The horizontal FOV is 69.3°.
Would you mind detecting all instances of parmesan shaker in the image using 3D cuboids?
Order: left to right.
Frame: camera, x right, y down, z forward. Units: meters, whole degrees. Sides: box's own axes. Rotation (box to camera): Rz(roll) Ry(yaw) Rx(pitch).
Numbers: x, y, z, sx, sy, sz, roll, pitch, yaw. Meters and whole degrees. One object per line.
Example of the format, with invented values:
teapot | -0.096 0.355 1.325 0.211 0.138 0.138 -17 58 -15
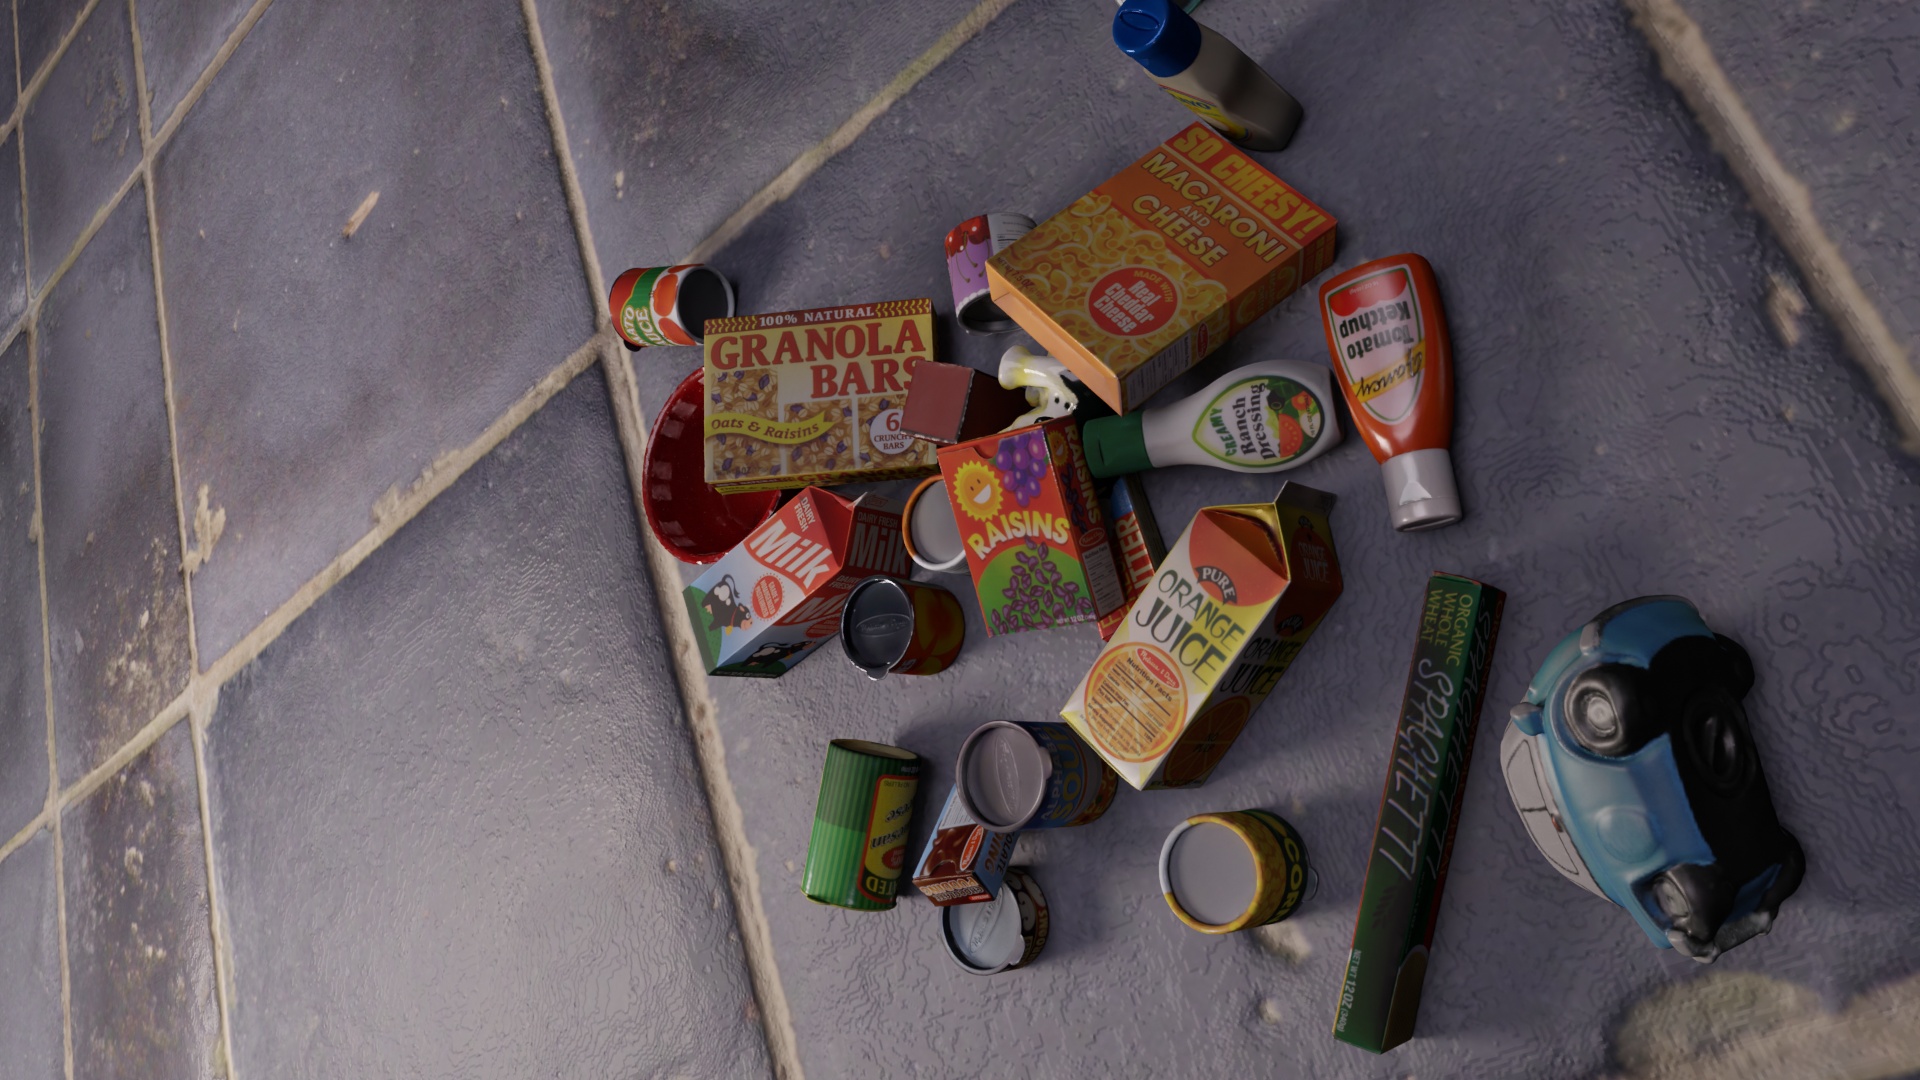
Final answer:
parmesan shaker | -0.068 0.192 0.944 0.071 0.071 0.103 10 89 38

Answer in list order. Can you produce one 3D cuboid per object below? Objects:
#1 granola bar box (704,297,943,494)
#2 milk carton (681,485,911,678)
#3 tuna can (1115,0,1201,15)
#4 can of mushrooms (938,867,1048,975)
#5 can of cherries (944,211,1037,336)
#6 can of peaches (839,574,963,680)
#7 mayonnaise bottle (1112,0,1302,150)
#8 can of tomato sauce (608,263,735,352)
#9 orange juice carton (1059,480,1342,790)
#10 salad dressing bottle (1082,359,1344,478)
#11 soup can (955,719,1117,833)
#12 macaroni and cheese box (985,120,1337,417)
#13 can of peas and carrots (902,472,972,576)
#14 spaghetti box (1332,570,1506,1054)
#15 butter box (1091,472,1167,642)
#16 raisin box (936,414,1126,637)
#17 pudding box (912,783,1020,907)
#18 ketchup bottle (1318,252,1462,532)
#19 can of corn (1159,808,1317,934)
granola bar box | -0.097 -0.102 0.989 0.165 0.039 0.124 -4 77 7
milk carton | -0.109 0.023 1.003 0.190 0.072 0.073 -36 62 28
tuna can | 0.132 -0.368 0.887 0.033 0.071 0.071 38 106 34
can of mushrooms | 0.023 0.244 0.889 0.071 0.033 0.071 -7 77 37
can of cherries | 0.024 -0.179 0.938 0.071 0.071 0.058 -22 70 34
can of peaches | -0.040 0.061 0.952 0.071 0.058 0.071 -6 79 36
mayonnaise bottle | 0.141 -0.273 0.810 0.065 0.148 0.041 34 104 36
can of tomato sauce | -0.238 -0.191 1.141 0.083 0.071 0.071 5 86 38
orange juice carton | 0.148 0.049 0.800 0.073 0.072 0.192 43 109 34
salad dressing bottle | 0.147 -0.066 0.816 0.147 0.044 0.064 -10 102 22
soup can | 0.050 0.143 0.852 0.071 0.084 0.071 -7 79 37
macaroni and cheese box | 0.118 -0.164 0.822 0.167 0.040 0.124 -36 60 -13
can of peas and carrots | 0.003 -0.012 0.930 0.071 0.059 0.071 -7 79 36
spaghetti box | 0.241 0.140 0.727 0.029 0.050 0.250 12 90 37
butter box | 0.100 0.008 0.874 0.053 0.024 0.104 -30 65 31
raisin box | 0.042 -0.008 0.854 0.086 0.040 0.123 -11 97 40
pudding box | 0.008 0.190 0.882 0.049 0.030 0.084 -17 30 34
ketchup bottle | 0.243 -0.080 0.766 0.064 0.043 0.149 -17 73 33
can of corn | 0.156 0.186 0.780 0.071 0.058 0.071 -7 79 37
